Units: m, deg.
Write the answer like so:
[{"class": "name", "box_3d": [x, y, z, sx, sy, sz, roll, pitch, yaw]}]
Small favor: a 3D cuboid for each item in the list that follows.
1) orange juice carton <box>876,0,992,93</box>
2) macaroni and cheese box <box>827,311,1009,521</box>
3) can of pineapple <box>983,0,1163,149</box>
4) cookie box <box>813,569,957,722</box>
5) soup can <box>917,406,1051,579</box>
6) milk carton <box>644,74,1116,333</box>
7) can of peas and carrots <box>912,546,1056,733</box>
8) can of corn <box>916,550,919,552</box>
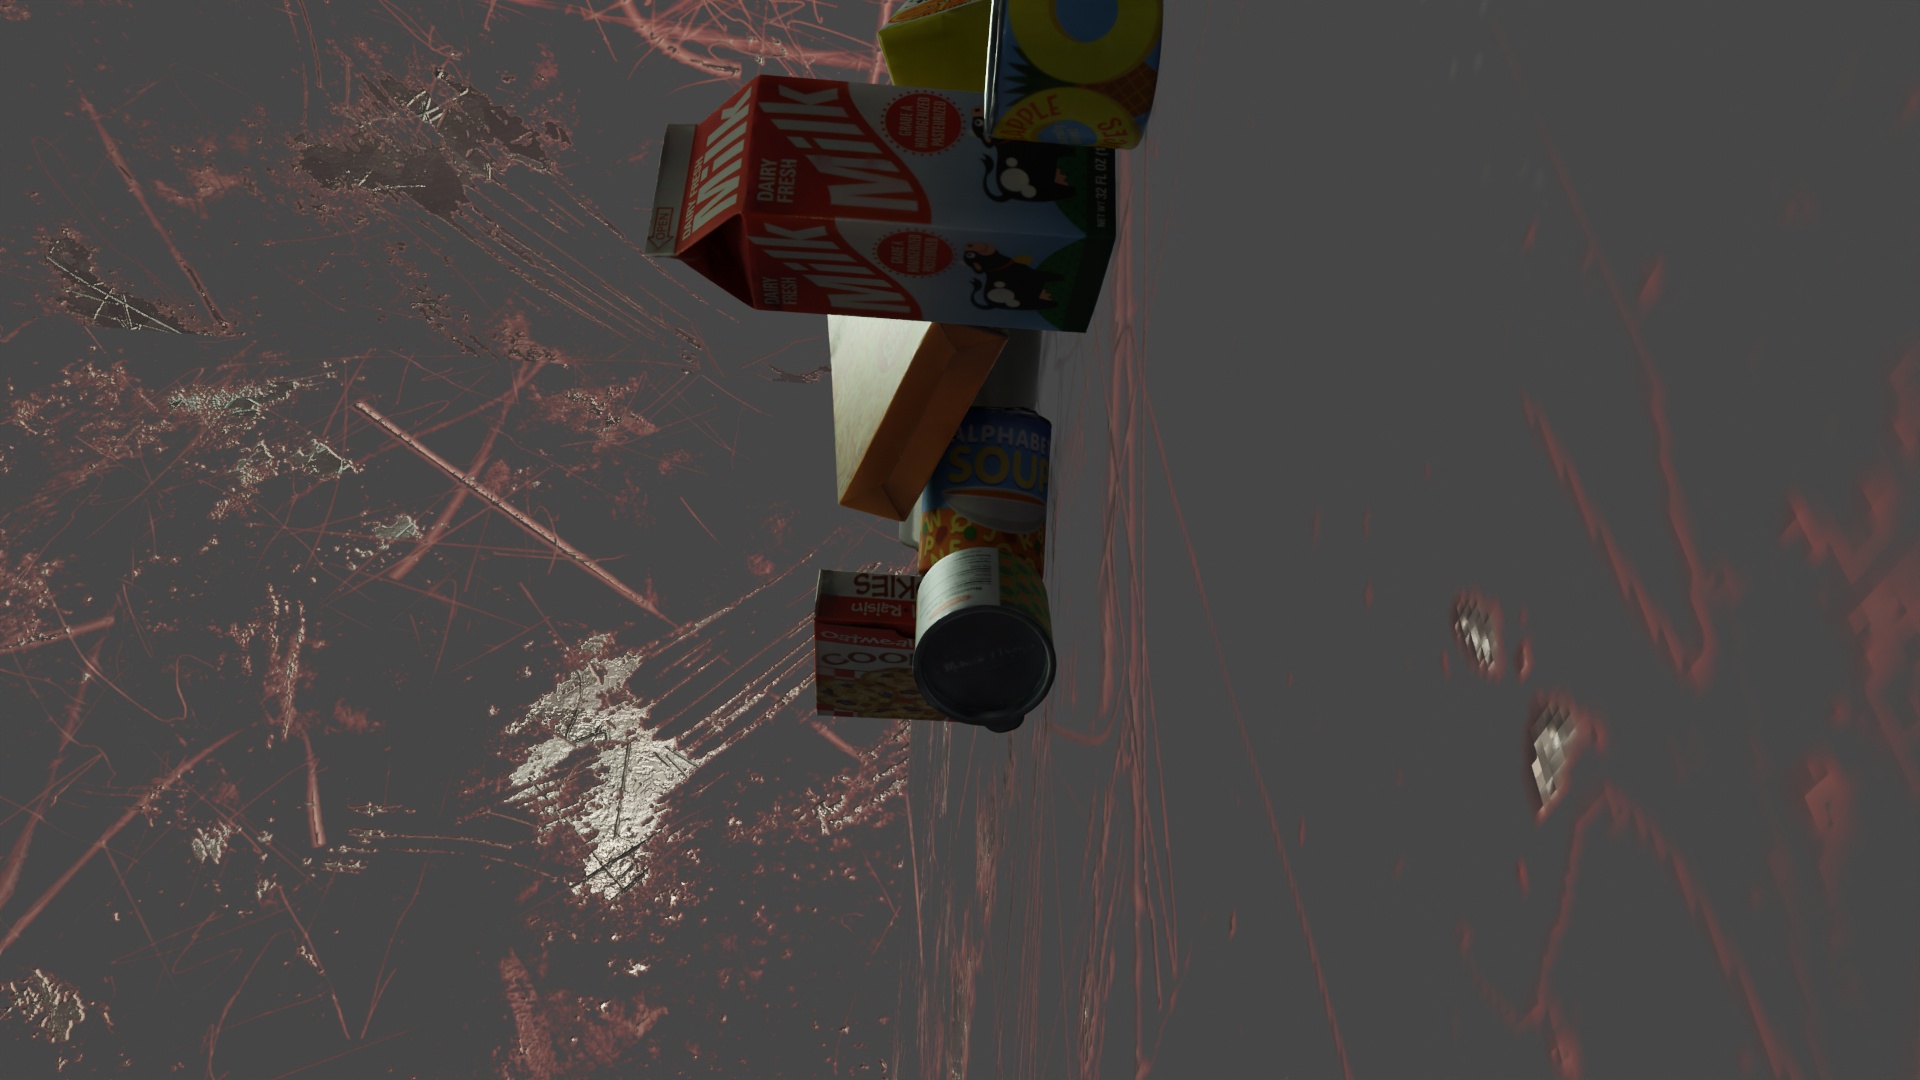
[{"class": "orange juice carton", "box_3d": [0.008, -0.295, 0.833, 0.193, 0.072, 0.072, -77, -28, -61]}, {"class": "macaroni and cheese box", "box_3d": [-0.027, -0.111, 0.718, 0.167, 0.040, 0.123, -98, 31, -47]}, {"class": "can of pineapple", "box_3d": [0.040, -0.177, 0.509, 0.071, 0.058, 0.071, -168, 83, -87]}, {"class": "cookie box", "box_3d": [-0.035, 0.075, 0.924, 0.166, 0.123, 0.040, 101, 172, -62]}, {"class": "soup can", "box_3d": [0.014, -0.022, 0.719, 0.071, 0.071, 0.084, 112, 161, -80]}, {"class": "milk carton", "box_3d": [-0.034, -0.143, 0.591, 0.073, 0.191, 0.072, 101, 173, -66]}, {"class": "can of peas and carrots", "box_3d": [0.012, 0.046, 0.662, 0.059, 0.071, 0.070, -91, 6, -62]}, {"class": "can of corn", "box_3d": [0.003, -0.011, 0.906, 0.058, 0.071, 0.071, 112, 162, -79]}]
